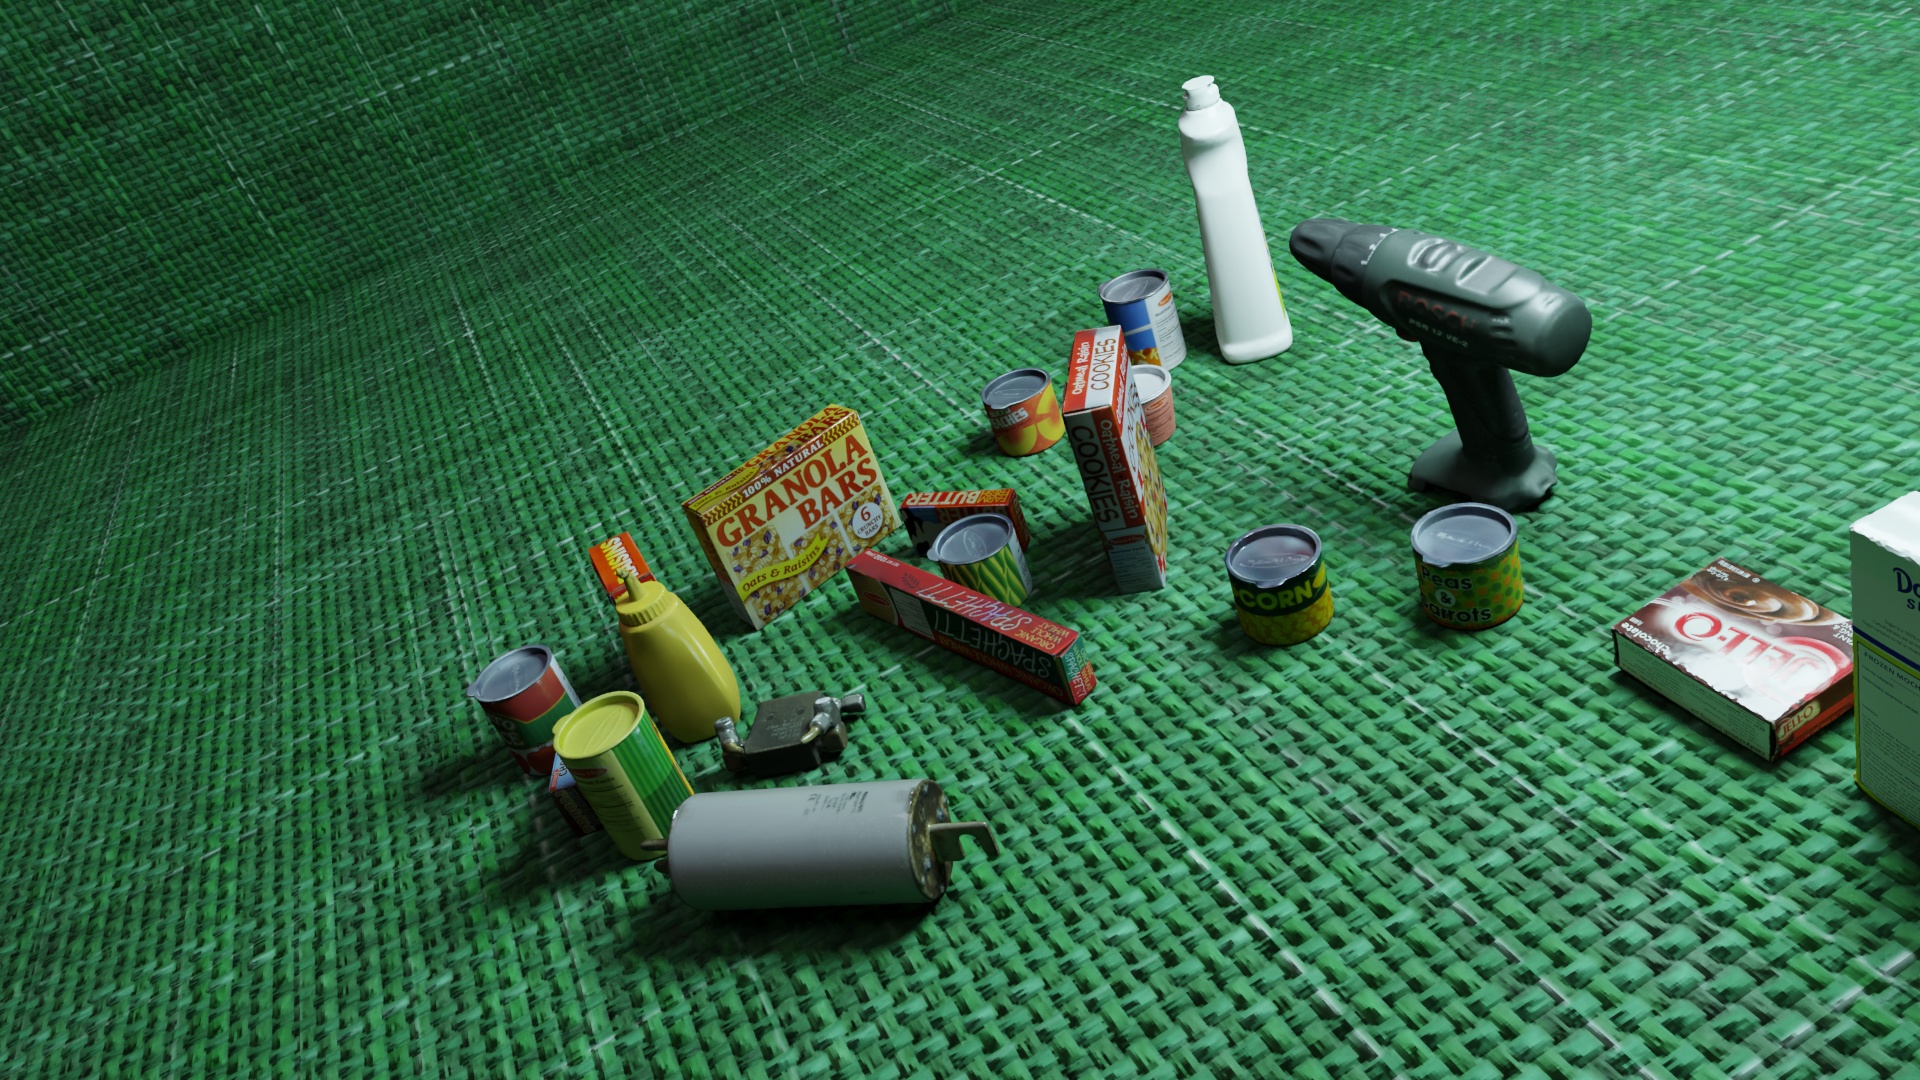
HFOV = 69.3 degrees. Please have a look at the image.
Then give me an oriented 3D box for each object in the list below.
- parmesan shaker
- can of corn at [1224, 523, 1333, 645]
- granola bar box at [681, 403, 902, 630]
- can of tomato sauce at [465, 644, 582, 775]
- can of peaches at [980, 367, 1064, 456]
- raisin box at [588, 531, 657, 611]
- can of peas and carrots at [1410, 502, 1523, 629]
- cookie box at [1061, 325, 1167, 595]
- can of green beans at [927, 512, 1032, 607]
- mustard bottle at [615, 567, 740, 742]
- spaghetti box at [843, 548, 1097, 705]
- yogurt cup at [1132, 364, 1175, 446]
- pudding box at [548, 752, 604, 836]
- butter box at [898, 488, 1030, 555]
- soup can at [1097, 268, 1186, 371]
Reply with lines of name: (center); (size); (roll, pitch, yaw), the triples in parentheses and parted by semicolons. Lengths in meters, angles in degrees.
parmesan shaker: (-0.235, 0.166, 0.978); (0.071, 0.102, 0.072); (-15, 32, 10)
can of corn: (0.222, 0.032, 0.964); (0.071, 0.058, 0.071); (-15, 32, 10)
granola bar box: (-0.141, -0.022, 1.188); (0.166, 0.123, 0.039); (-37, 35, -25)
can of tomato sauce: (-0.338, 0.136, 1.100); (0.071, 0.082, 0.071); (-15, 32, 10)
can of peaches: (0.057, -0.117, 1.283); (0.071, 0.057, 0.071); (-15, 32, 10)
raisin box: (-0.251, 0.064, 1.121); (0.040, 0.123, 0.086); (-28, 32, -12)
can of peas and carrots: (0.335, 0.019, 0.920); (0.071, 0.058, 0.071); (-15, 32, 10)
cookie box: (0.120, -0.062, 1.061); (0.040, 0.166, 0.123); (-10, 33, 16)
can of green beans: (0.018, 0.020, 1.097); (0.071, 0.057, 0.071); (-15, 32, 10)
mustard bottle: (-0.219, 0.080, 1.045); (0.065, 0.159, 0.049); (-20, 32, 1)
spaghetti box: (0.002, 0.062, 1.052); (0.029, 0.050, 0.250); (-39, 36, -27)
yogurt cup: (0.158, -0.116, 1.228); (0.072, 0.053, 0.073); (-15, 32, 10)
pudding box: (-0.281, 0.174, 1.043); (0.030, 0.049, 0.084); (-18, 32, 4)
butter box: (0.004, -0.015, 1.163); (0.103, 0.053, 0.024); (-2, 36, 27)
soup can: (0.173, -0.208, 1.331); (0.071, 0.083, 0.072); (-15, 32, 10)
